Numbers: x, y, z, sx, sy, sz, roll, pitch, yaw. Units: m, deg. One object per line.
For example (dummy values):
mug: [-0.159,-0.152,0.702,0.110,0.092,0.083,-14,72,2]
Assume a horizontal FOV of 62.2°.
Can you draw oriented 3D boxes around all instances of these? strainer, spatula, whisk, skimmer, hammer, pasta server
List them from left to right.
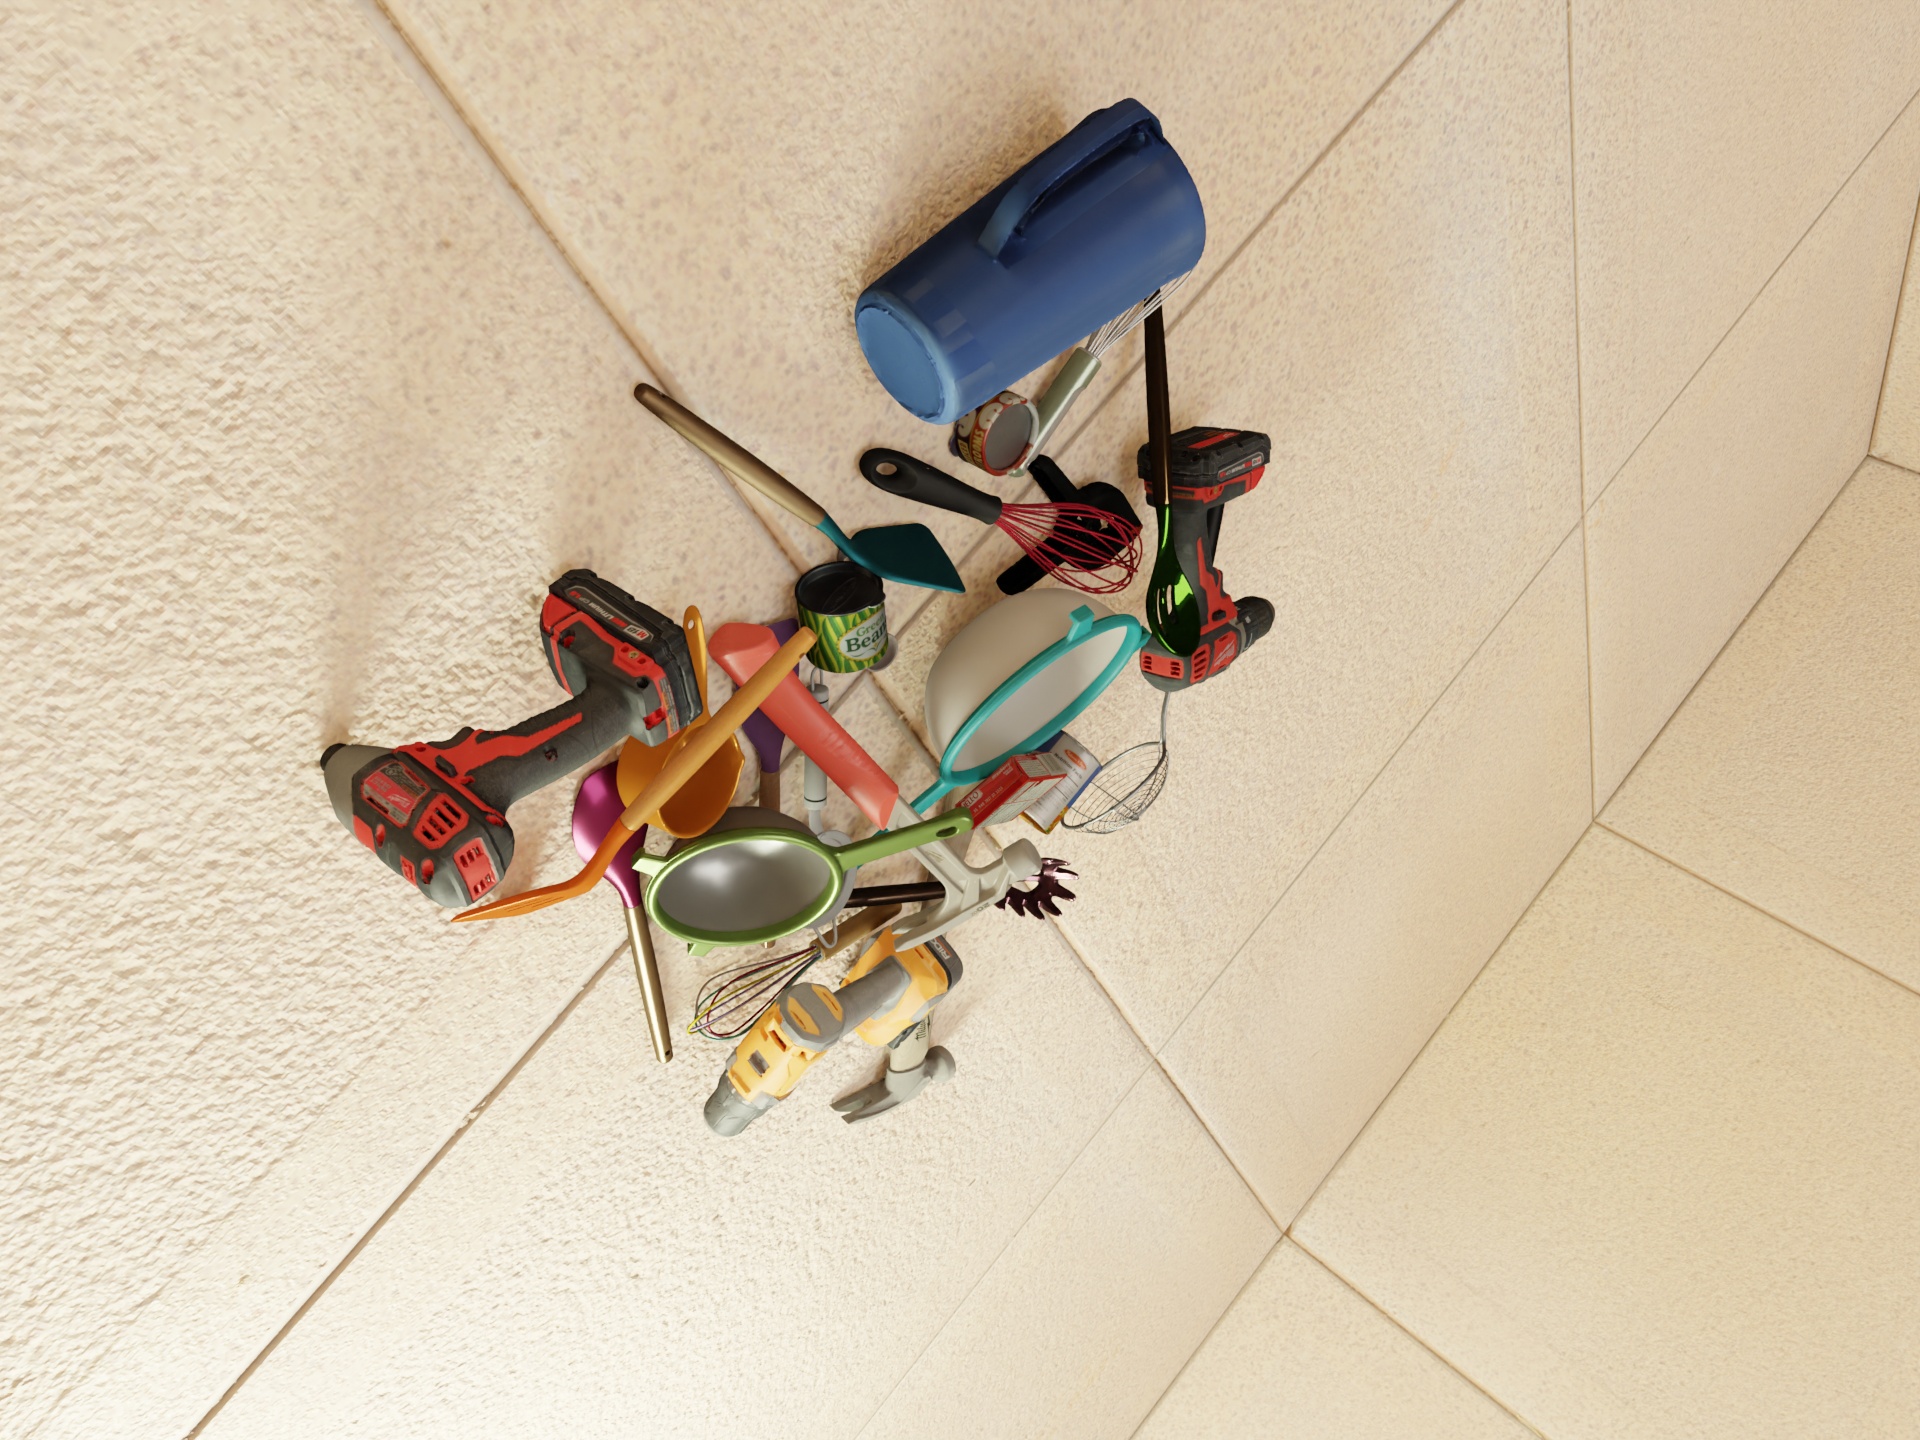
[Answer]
spatula: [-0.213,0.046,1.069,0.322,0.041,0.081,-44,162,15]
spatula: [-0.154,0.060,1.271,0.060,0.018,0.315,-23,132,-35]
whisk: [-0.140,0.212,1.391,0.245,0.051,0.047,-28,131,-39]
spatula: [-0.110,-0.163,1.121,0.044,0.082,0.317,-40,144,15]
strainer: [-0.119,0.092,1.228,0.256,0.069,0.151,-17,142,0]
strainer: [-0.120,0.071,1.304,0.087,0.050,0.258,-27,131,-44]
hammer: [-0.084,0.052,1.254,0.149,0.037,0.358,-31,129,14]
hammer: [-0.034,0.210,1.524,0.146,0.038,0.410,-16,129,-42]
pasta server: [-0.025,0.157,1.439,0.316,0.040,0.060,-1,105,-37]
strainer: [-0.002,-0.004,1.357,0.340,0.095,0.211,-42,164,15]
whisk: [0.040,-0.160,1.261,0.295,0.073,0.073,16,105,-38]
whisk: [0.109,-0.300,1.283,0.246,0.059,0.058,-55,173,5]
skimmer: [0.180,-0.061,1.552,0.090,0.127,0.363,11,100,-8]

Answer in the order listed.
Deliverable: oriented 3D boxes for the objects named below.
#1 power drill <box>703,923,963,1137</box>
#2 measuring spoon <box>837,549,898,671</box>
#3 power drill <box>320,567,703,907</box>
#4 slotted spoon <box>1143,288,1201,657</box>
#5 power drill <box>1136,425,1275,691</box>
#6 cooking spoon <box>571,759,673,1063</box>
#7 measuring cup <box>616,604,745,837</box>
power drill: [-0.118,0.274,1.396,0.226,0.084,0.185,-21,155,-53]
measuring spoon: [-0.079,-0.090,1.251,0.034,0.018,0.124,-35,134,-19]
power drill: [-0.278,0.007,0.980,0.220,0.143,0.078,-43,148,-30]
slotted spoon: [0.171,-0.209,1.347,0.070,0.031,0.313,-14,104,-46]
power drill: [0.235,-0.152,1.465,0.188,0.080,0.226,-26,121,-45]
cooking spoon: [-0.250,0.158,1.232,0.069,0.017,0.318,-31,137,-32]
measuring cup: [-0.205,-0.003,1.132,0.095,0.052,0.173,-26,125,-50]
